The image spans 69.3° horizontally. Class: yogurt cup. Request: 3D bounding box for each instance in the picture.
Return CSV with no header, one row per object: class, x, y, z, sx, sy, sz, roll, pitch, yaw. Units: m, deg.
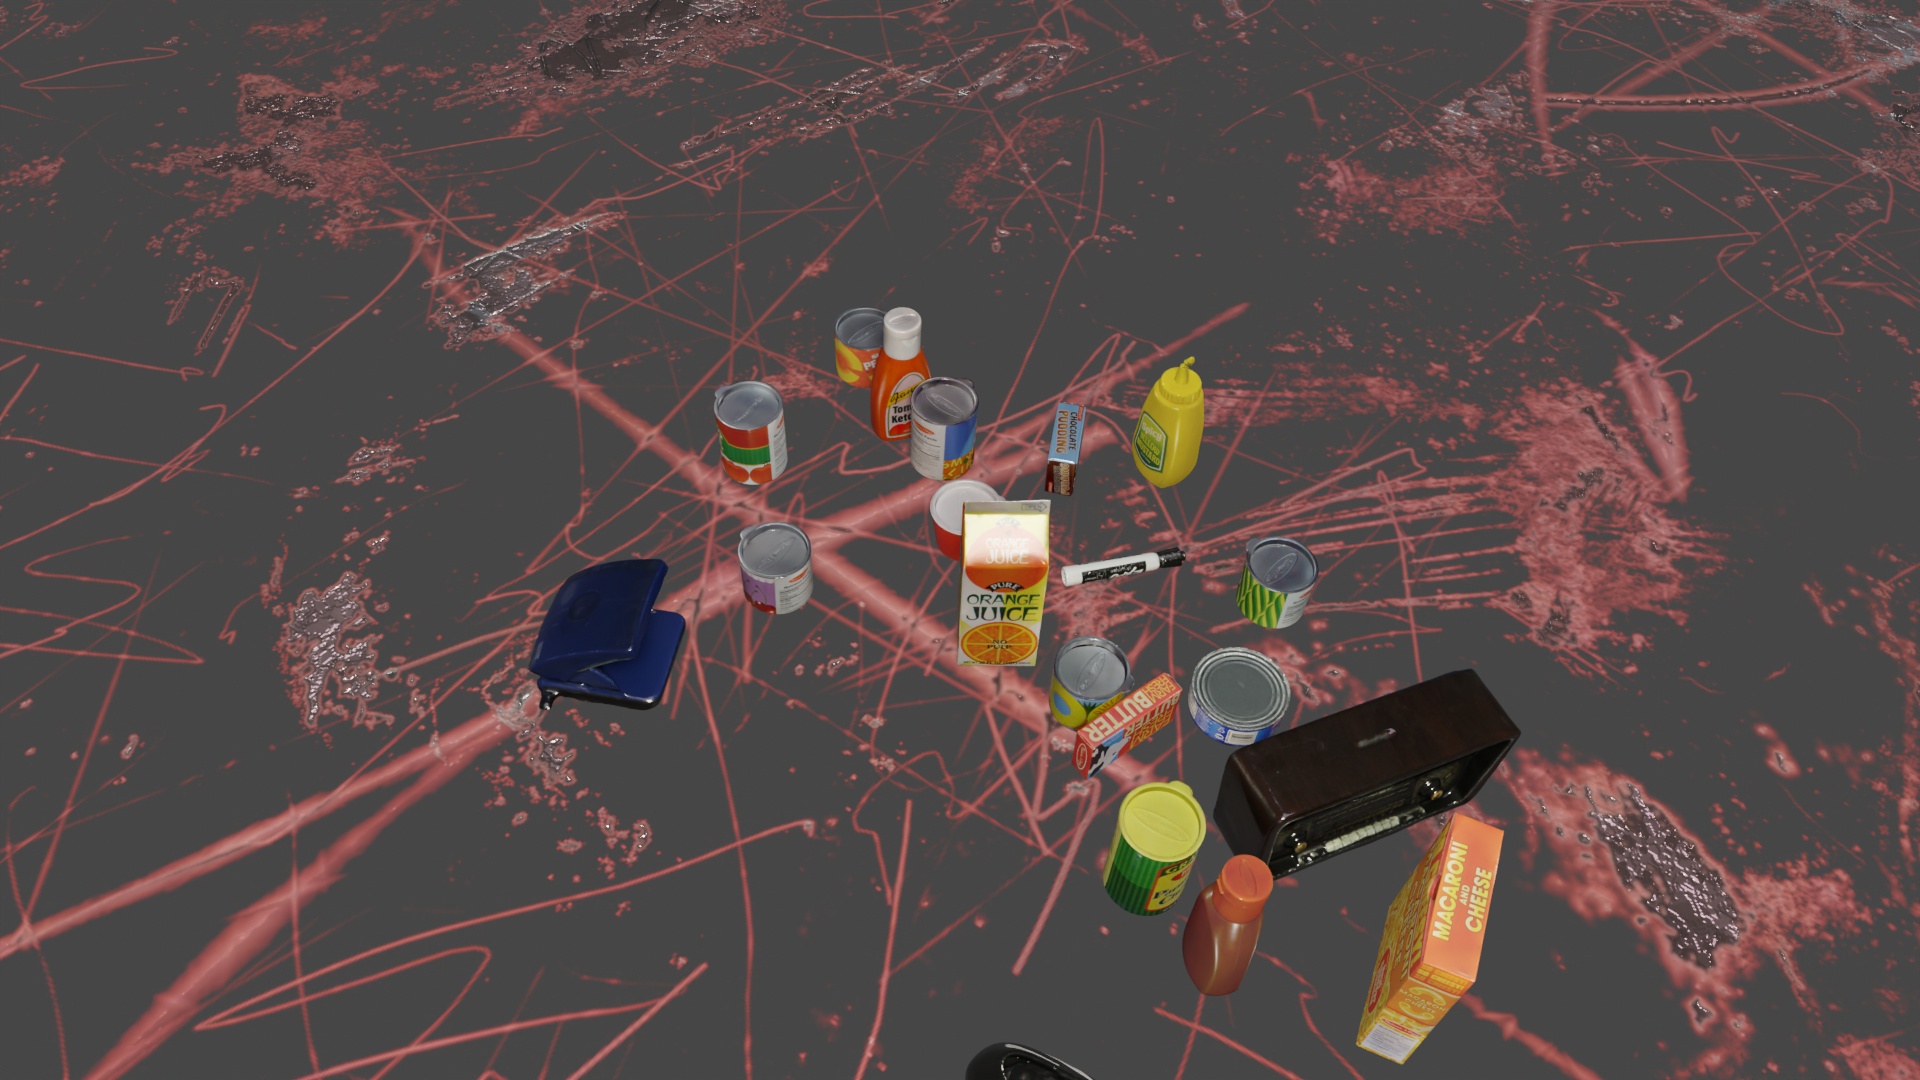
yogurt cup,0.005,-0.017,1.324,0.072,0.053,0.073,1,51,-2

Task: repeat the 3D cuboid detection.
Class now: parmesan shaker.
parmesan shaker,0.152,0.242,1.090,0.071,0.102,0.072,1,51,-2

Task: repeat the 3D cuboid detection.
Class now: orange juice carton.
orange juice carton,0.035,0.027,1.201,0.072,0.191,0.073,1,51,-2

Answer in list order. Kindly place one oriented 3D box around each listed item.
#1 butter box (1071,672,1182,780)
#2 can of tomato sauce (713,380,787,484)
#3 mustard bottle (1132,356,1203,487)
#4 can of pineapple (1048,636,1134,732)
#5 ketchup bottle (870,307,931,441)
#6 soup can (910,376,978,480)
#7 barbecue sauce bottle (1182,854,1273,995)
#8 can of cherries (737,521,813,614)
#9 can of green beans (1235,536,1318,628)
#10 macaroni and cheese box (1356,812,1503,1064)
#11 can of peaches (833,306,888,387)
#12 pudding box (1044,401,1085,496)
butter box,0.142,0.158,1.190,0.104,0.052,0.024,-30,58,-24
can of tomato sauce,-0.207,-0.106,1.367,0.071,0.082,0.071,1,51,-2
mustard bottle,0.206,-0.121,1.351,0.049,0.159,0.065,-26,57,-21
can of pineapple,0.113,0.127,1.210,0.071,0.057,0.071,1,51,-2
ketchup bottle,-0.059,-0.165,1.381,0.065,0.148,0.044,-21,55,-18
soup can,-0.015,-0.112,1.381,0.071,0.083,0.072,1,51,-2
barbecue sauce bottle,0.198,0.282,1.031,0.044,0.147,0.065,-5,52,-7
can of cherries,-0.171,0.024,1.280,0.071,0.058,0.072,1,51,-2
can of green beans,0.293,0.039,1.291,0.071,0.057,0.071,1,51,-2
macaroni and cheese box,0.342,0.293,1.017,0.040,0.165,0.124,20,53,13
can of peaches,-0.098,-0.202,1.467,0.071,0.057,0.071,1,51,-2
pudding box,0.106,-0.092,1.393,0.030,0.049,0.084,9,51,5
